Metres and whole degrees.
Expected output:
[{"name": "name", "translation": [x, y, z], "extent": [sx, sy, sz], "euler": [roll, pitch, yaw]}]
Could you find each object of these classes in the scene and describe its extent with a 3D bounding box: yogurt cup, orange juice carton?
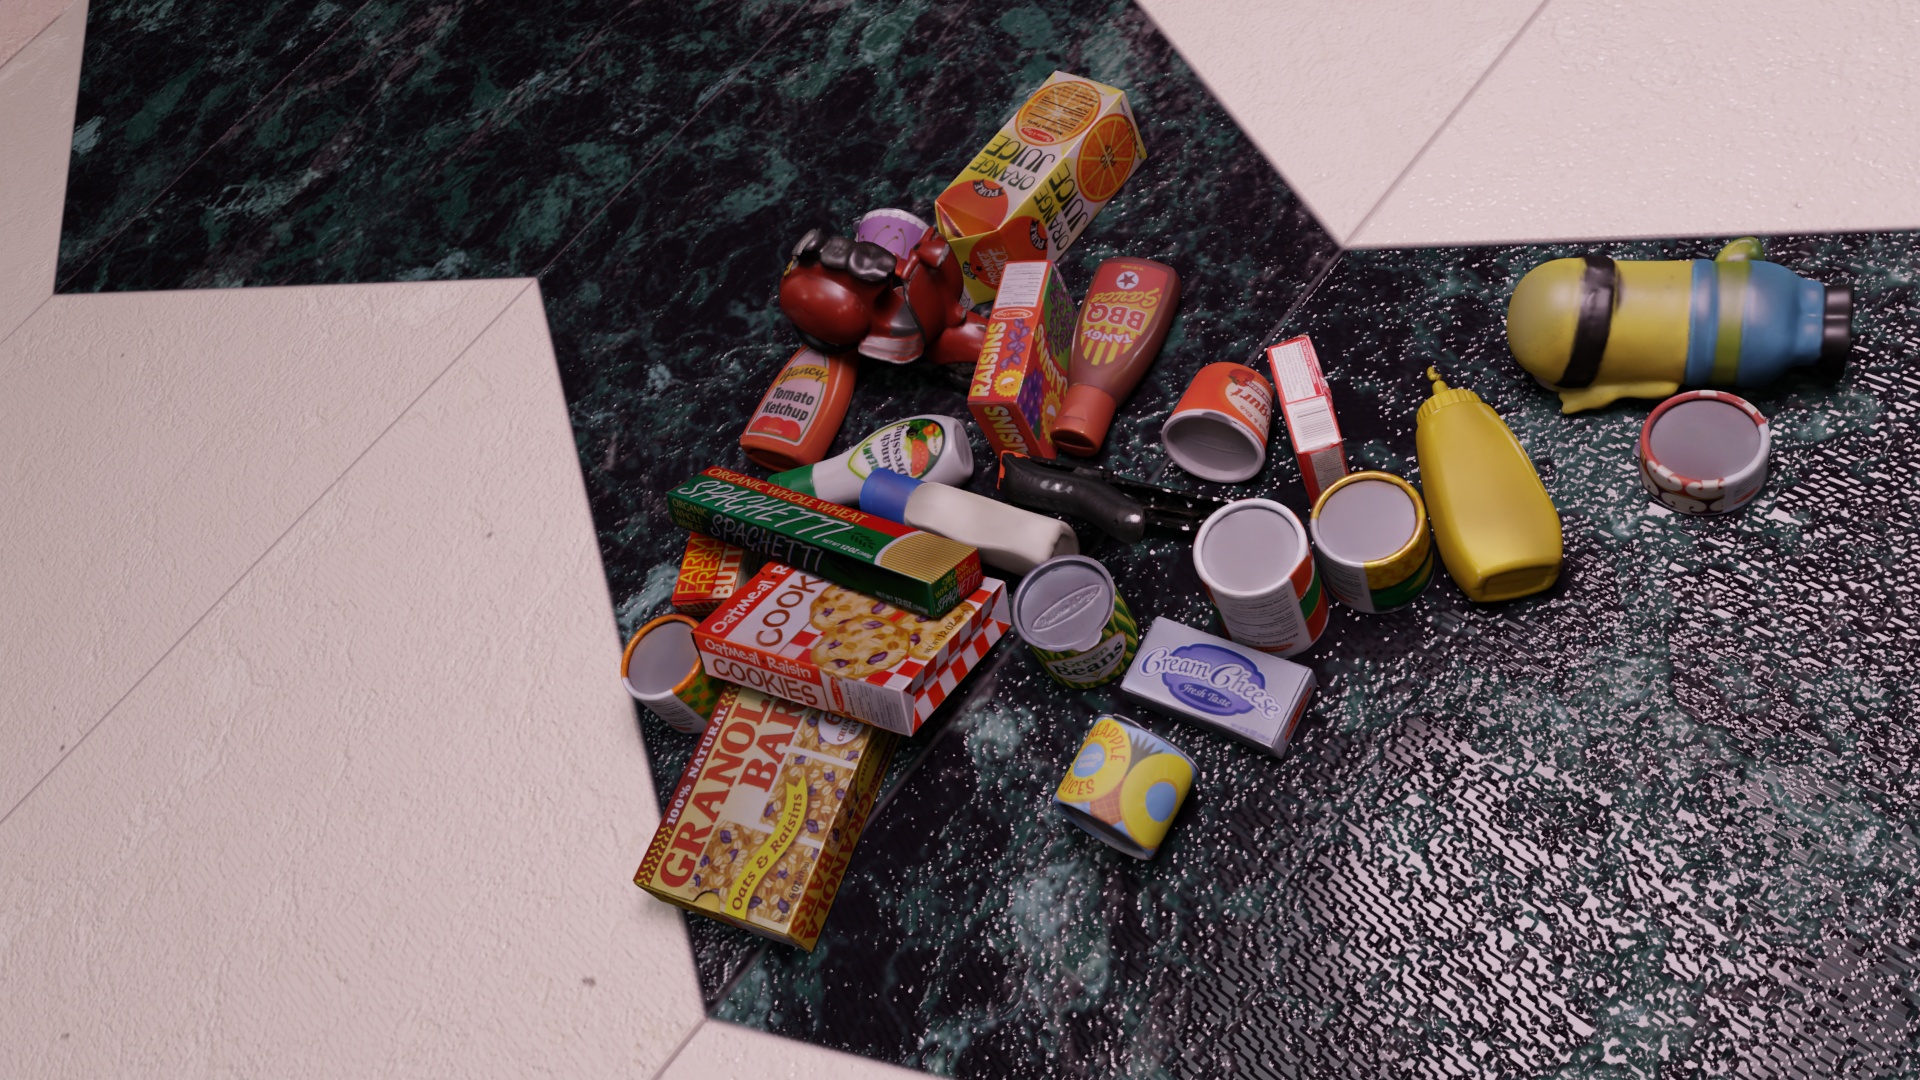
[{"name": "yogurt cup", "translation": [0.171, -0.078, 0.902], "extent": [0.072, 0.072, 0.054], "euler": [8, 55, 28]}, {"name": "orange juice carton", "translation": [0.051, -0.264, 1.069], "extent": [0.073, 0.071, 0.193], "euler": [32, 76, 36]}]

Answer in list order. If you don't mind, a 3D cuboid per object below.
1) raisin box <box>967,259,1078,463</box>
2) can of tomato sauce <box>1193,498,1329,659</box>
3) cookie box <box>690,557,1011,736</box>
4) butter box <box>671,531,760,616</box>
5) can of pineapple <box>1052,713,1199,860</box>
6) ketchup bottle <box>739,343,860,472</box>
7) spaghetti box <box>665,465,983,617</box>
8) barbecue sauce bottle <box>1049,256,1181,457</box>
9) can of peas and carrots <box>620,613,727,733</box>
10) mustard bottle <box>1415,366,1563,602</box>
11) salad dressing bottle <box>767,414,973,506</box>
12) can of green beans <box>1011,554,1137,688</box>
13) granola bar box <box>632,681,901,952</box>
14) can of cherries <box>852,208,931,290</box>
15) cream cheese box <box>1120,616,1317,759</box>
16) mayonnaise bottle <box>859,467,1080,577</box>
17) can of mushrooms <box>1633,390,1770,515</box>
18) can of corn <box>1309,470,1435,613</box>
[{"name": "raisin box", "translation": [0.047, -0.122, 0.970], "extent": [0.040, 0.086, 0.124], "euler": [2, 60, 23]}, {"name": "can of tomato sauce", "translation": [0.178, 0.022, 0.820], "extent": [0.071, 0.083, 0.071], "euler": [-11, 56, 17]}, {"name": "cookie box", "translation": [-0.071, 0.056, 0.906], "extent": [0.167, 0.040, 0.123], "euler": [12, 38, 30]}, {"name": "butter box", "translation": [-0.174, 0.006, 1.026], "extent": [0.053, 0.024, 0.104], "euler": [-3, 58, 22]}, {"name": "can of pineapple", "translation": [0.093, 0.140, 0.791], "extent": [0.071, 0.070, 0.058], "euler": [21, 70, 33]}, {"name": "ketchup bottle", "translation": [-0.109, -0.121, 1.067], "extent": [0.065, 0.043, 0.149], "euler": [14, 65, 27]}, {"name": "spaghetti box", "translation": [-0.099, -0.003, 0.940], "extent": [0.250, 0.028, 0.050], "euler": [17, 37, 34]}, {"name": "barbecue sauce bottle", "translation": [0.105, -0.129, 0.976], "extent": [0.065, 0.043, 0.149], "euler": [13, 66, 23]}, {"name": "can of peas and carrots", "translation": [-0.190, 0.090, 0.957], "extent": [0.071, 0.058, 0.071], "euler": [-11, 56, 17]}, {"name": "mustard bottle", "translation": [0.305, -0.041, 0.825], "extent": [0.065, 0.048, 0.161], "euler": [-10, 54, 6]}, {"name": "salad dressing bottle", "translation": [-0.066, -0.048, 0.999], "extent": [0.147, 0.044, 0.064], "euler": [-15, 62, 15]}, {"name": "can of green beans", "translation": [0.072, 0.051, 0.864], "extent": [0.071, 0.057, 0.071], "euler": [-12, 55, 17]}, {"name": "granola bar box", "translation": [-0.120, 0.163, 0.890], "extent": [0.124, 0.039, 0.166], "euler": [9, 63, 29]}, {"name": "can of cherries", "translation": [-0.058, -0.217, 1.091], "extent": [0.071, 0.071, 0.058], "euler": [2, 62, 25]}, {"name": "cream cheese box", "translation": [0.152, 0.086, 0.827], "extent": [0.104, 0.024, 0.053], "euler": [19, 68, 32]}, {"name": "mayonnaise bottle", "translation": [0.003, -0.012, 0.922], "extent": [0.148, 0.064, 0.041], "euler": [20, 79, 24]}, {"name": "can of mushrooms", "translation": [0.420, -0.051, 0.790], "extent": [0.071, 0.033, 0.071], "euler": [-11, 56, 18]}, {"name": "can of corn", "translation": [0.245, -0.001, 0.820], "extent": [0.071, 0.058, 0.071], "euler": [-11, 56, 17]}]
